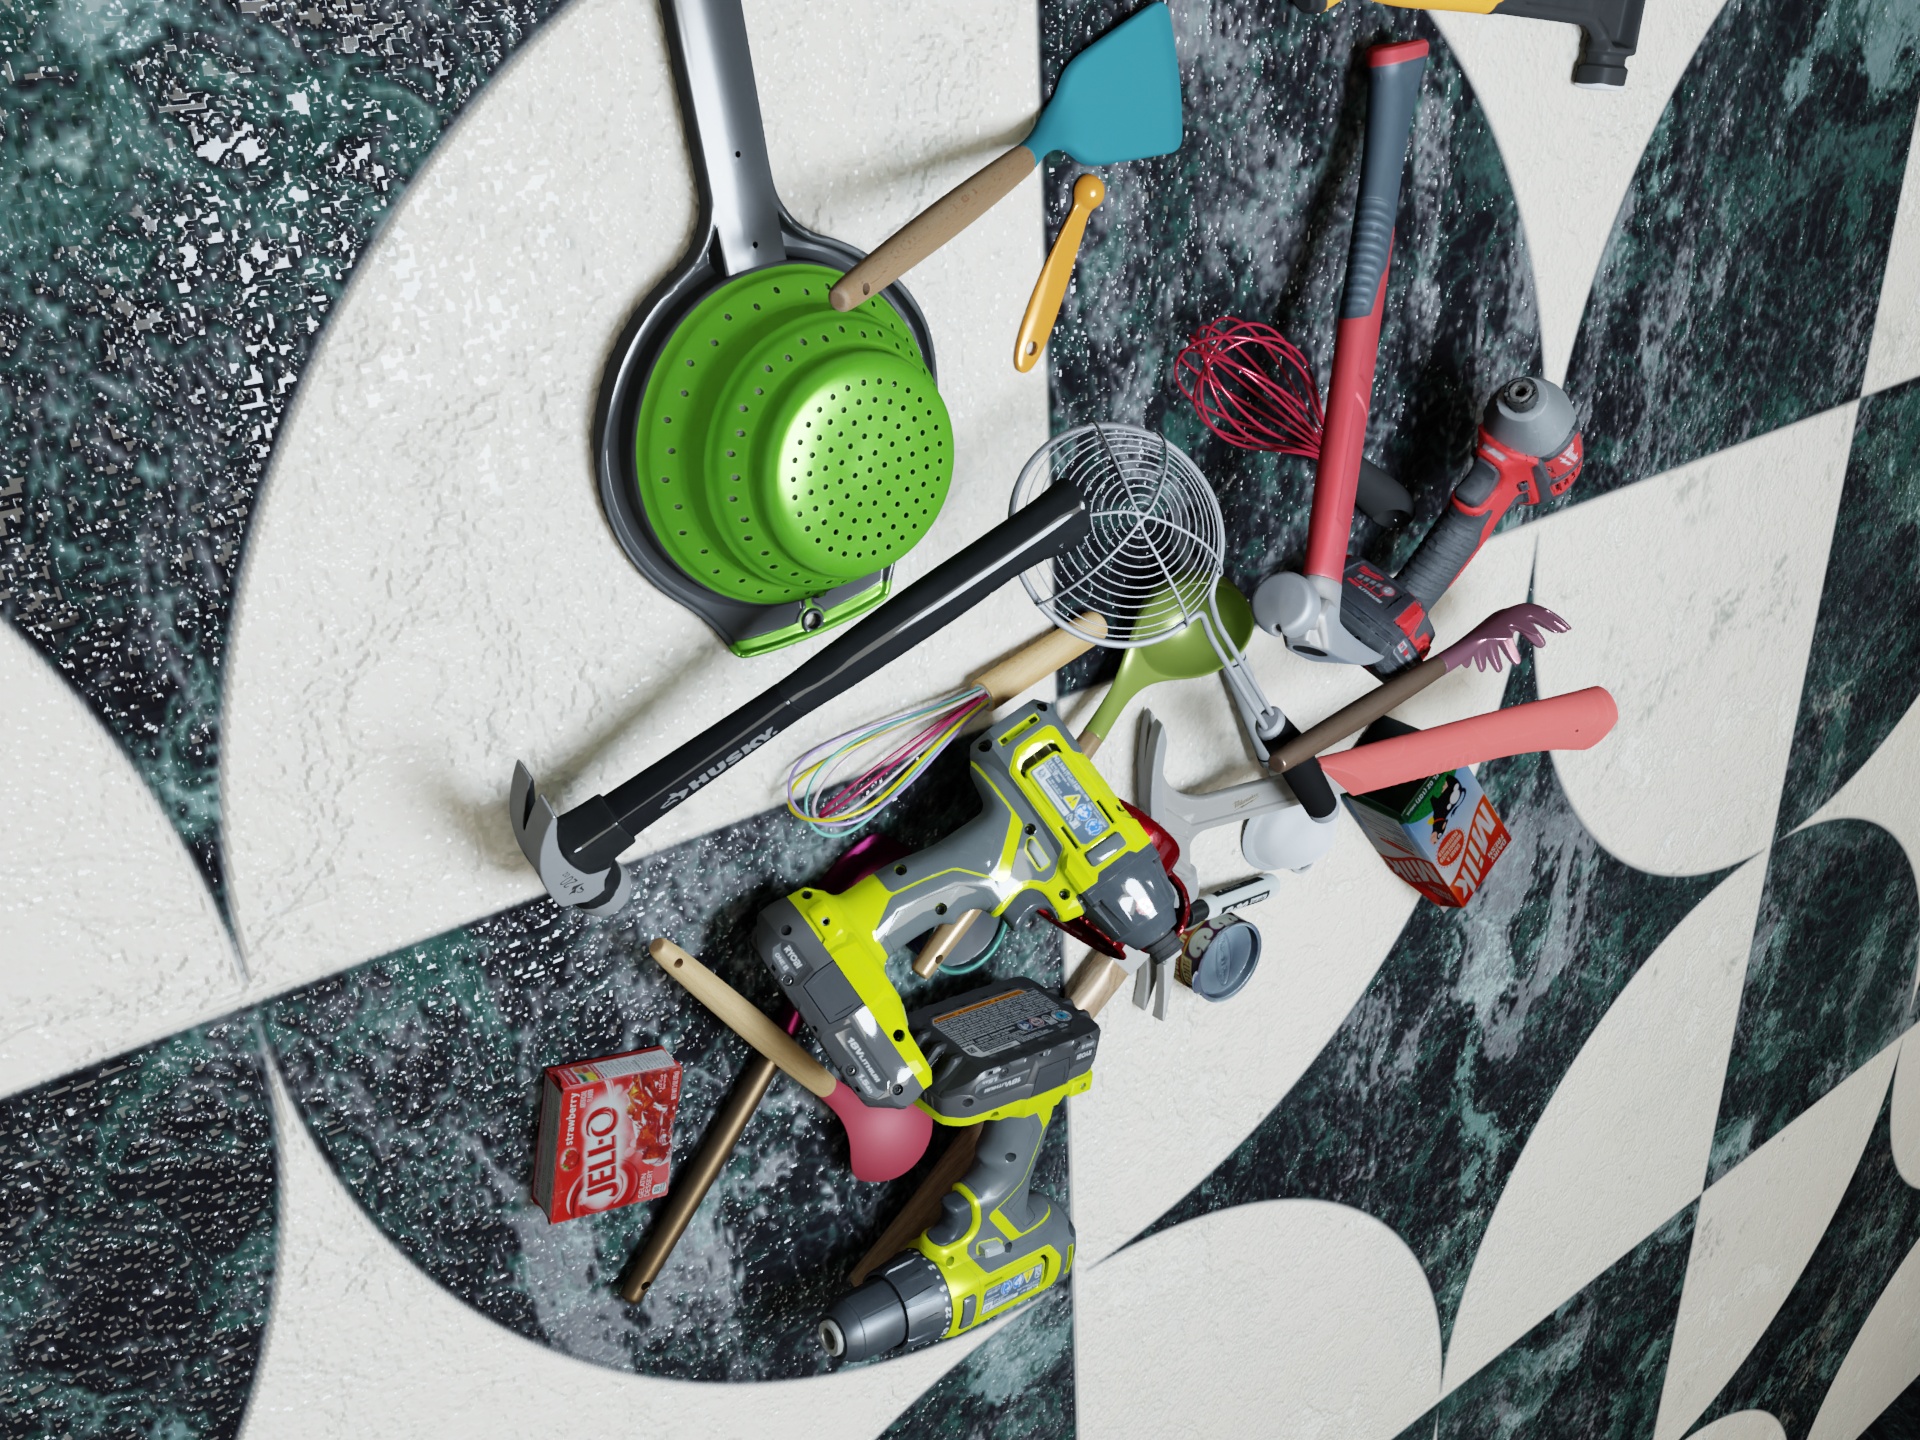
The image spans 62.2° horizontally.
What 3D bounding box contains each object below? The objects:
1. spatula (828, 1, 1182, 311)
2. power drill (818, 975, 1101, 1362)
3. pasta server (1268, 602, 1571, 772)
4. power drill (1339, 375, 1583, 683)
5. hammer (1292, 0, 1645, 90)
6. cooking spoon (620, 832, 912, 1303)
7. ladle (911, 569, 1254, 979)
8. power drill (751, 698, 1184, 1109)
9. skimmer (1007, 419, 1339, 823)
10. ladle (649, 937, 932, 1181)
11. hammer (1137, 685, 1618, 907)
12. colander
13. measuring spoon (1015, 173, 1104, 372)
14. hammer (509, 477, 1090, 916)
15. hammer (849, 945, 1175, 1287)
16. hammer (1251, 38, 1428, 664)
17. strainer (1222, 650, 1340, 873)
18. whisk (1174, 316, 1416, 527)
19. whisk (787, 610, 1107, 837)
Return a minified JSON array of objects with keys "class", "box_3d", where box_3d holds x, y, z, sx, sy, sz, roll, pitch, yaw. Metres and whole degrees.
[{"class":"spatula","box_3d":[0.029,-0.278,0.809,0.318,0.044,0.082,-51,140,-41]},{"class":"power drill","box_3d":[0.001,0.293,1.012,0.190,0.080,0.228,-10,117,-40]},{"class":"pasta server","box_3d":[0.311,-0.021,1.070,0.316,0.040,0.060,-25,168,-37]},{"class":"power drill","box_3d":[0.334,-0.134,1.083,0.219,0.079,0.143,-50,153,6]},{"class":"hammer","box_3d":[0.330,-0.474,1.009,0.336,0.034,0.127,-13,117,-34]},{"class":"cooking spoon","box_3d":[-0.119,0.211,0.963,0.068,0.017,0.319,33,87,-42]},{"class":"ladle","box_3d":[0.076,0.033,0.991,0.320,0.062,0.078,-52,127,-16]},{"class":"power drill","box_3d":[0.008,0.117,0.919,0.223,0.080,0.171,-35,86,-11]},{"class":"skimmer","box_3d":[0.148,-0.038,0.979,0.127,0.090,0.362,-57,139,-13]},{"class":"ladle","box_3d":[-0.093,0.207,0.955,0.069,0.031,0.315,-51,136,-13]},{"class":"hammer","box_3d":[0.297,0.023,1.122,0.359,0.037,0.149,-14,118,-11]},{"class":"colander","box_3d":[-0.081,-0.206,0.757,0.204,0.095,0.396,-25,123,-28]},{"class":"measuring spoon","box_3d":[0.057,-0.253,0.903,0.021,0.011,0.117,15,100,-41]},{"class":"hammer","box_3d":[-0.075,-0.021,0.799,0.335,0.035,0.146,-35,160,-7]},{"class":"hammer","box_3d":[0.039,0.260,1.103,0.331,0.031,0.129,-52,131,-8]},{"class":"hammer","box_3d":[0.250,-0.228,0.984,0.143,0.038,0.386,17,81,-55]},{"class":"strainer","box_3d":[0.226,0.033,1.149,0.087,0.050,0.258,-32,124,-6]},{"class":"whisk","box_3d":[0.230,-0.185,1.043,0.295,0.073,0.073,23,94,-48]},{"class":"whisk","box_3d":[0.000,-0.002,0.946,0.245,0.047,0.051,-32,104,-29]}]
